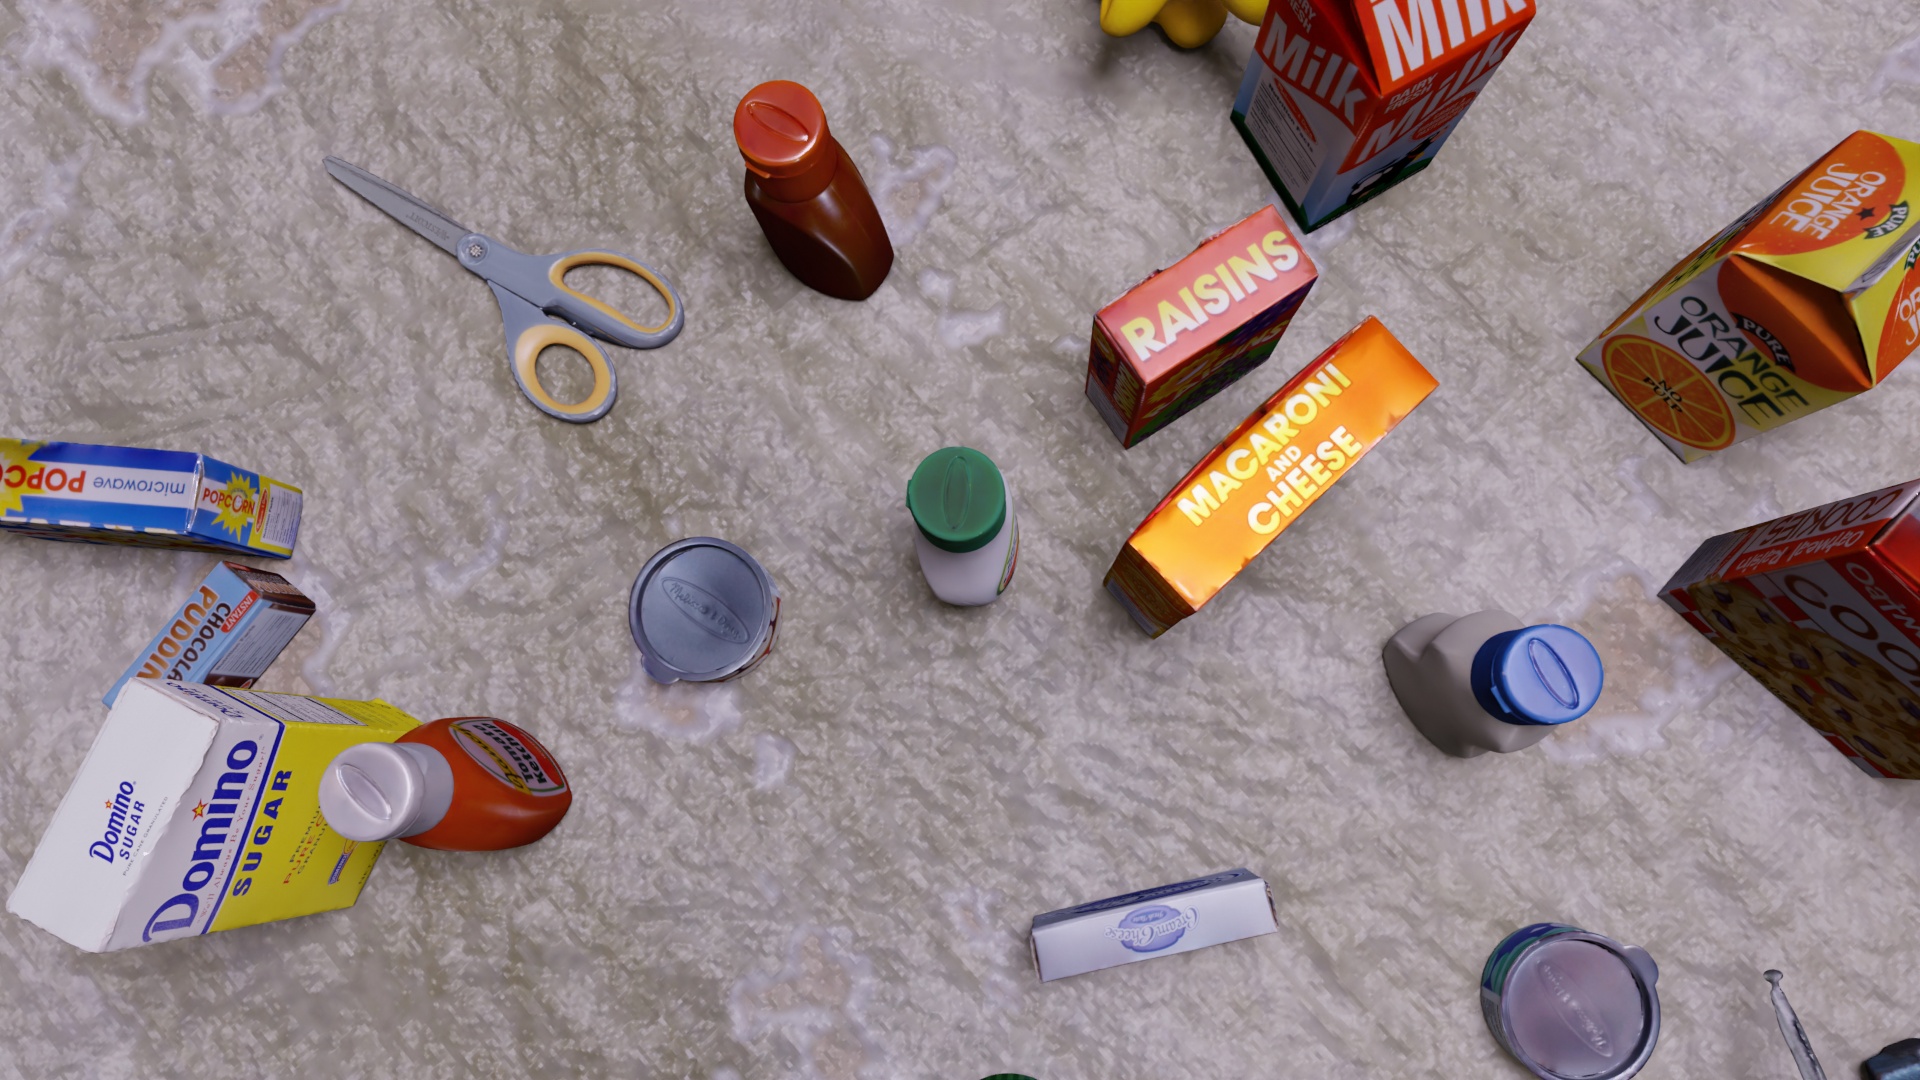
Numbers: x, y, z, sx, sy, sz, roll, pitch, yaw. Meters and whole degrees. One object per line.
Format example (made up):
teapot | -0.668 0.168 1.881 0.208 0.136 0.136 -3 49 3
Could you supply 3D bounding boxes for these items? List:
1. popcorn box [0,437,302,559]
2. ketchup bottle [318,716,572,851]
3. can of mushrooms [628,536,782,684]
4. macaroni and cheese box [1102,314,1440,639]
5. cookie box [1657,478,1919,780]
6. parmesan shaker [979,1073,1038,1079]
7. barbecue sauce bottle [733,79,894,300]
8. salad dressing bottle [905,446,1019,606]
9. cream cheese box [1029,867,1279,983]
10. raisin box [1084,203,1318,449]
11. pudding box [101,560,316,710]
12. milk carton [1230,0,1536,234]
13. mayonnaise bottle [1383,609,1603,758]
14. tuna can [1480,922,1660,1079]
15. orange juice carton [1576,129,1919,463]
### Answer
popcorn box | -0.387 -0.019 0.641 0.127 0.085 0.038 4 83 4
ketchup bottle | -0.215 0.103 0.582 0.065 0.148 0.043 42 87 8
can of mushrooms | -0.119 0.035 0.645 0.071 0.033 0.071 0 82 3
macaroni and cheese box | 0.118 -0.018 0.573 0.124 0.166 0.040 -43 82 -3
cookie box | 0.371 0.042 0.550 0.123 0.167 0.040 43 87 8
parmesan shaker | 0.019 0.261 0.569 0.071 0.103 0.071 0 82 3
barbecue sauce bottle | -0.067 -0.152 0.611 0.065 0.148 0.044 32 85 7
salad dressing bottle | 0.002 -0.007 0.587 0.044 0.147 0.064 5 83 4
cream cheese box | 0.082 0.166 0.605 0.104 0.053 0.024 -13 82 1
raisin box | 0.101 -0.089 0.606 0.086 0.123 0.040 -32 82 -2
pudding box | -0.348 0.053 0.646 0.030 0.049 0.084 38 85 7
milk carton | 0.175 -0.207 0.585 0.072 0.190 0.073 -30 82 -1
mayonnaise bottle | 0.215 0.057 0.566 0.041 0.148 0.065 -29 82 -1
tuna can | 0.264 0.199 0.601 0.071 0.033 0.071 0 82 3
orange juice carton | 0.334 -0.097 0.560 0.072 0.192 0.073 -42 82 -3
